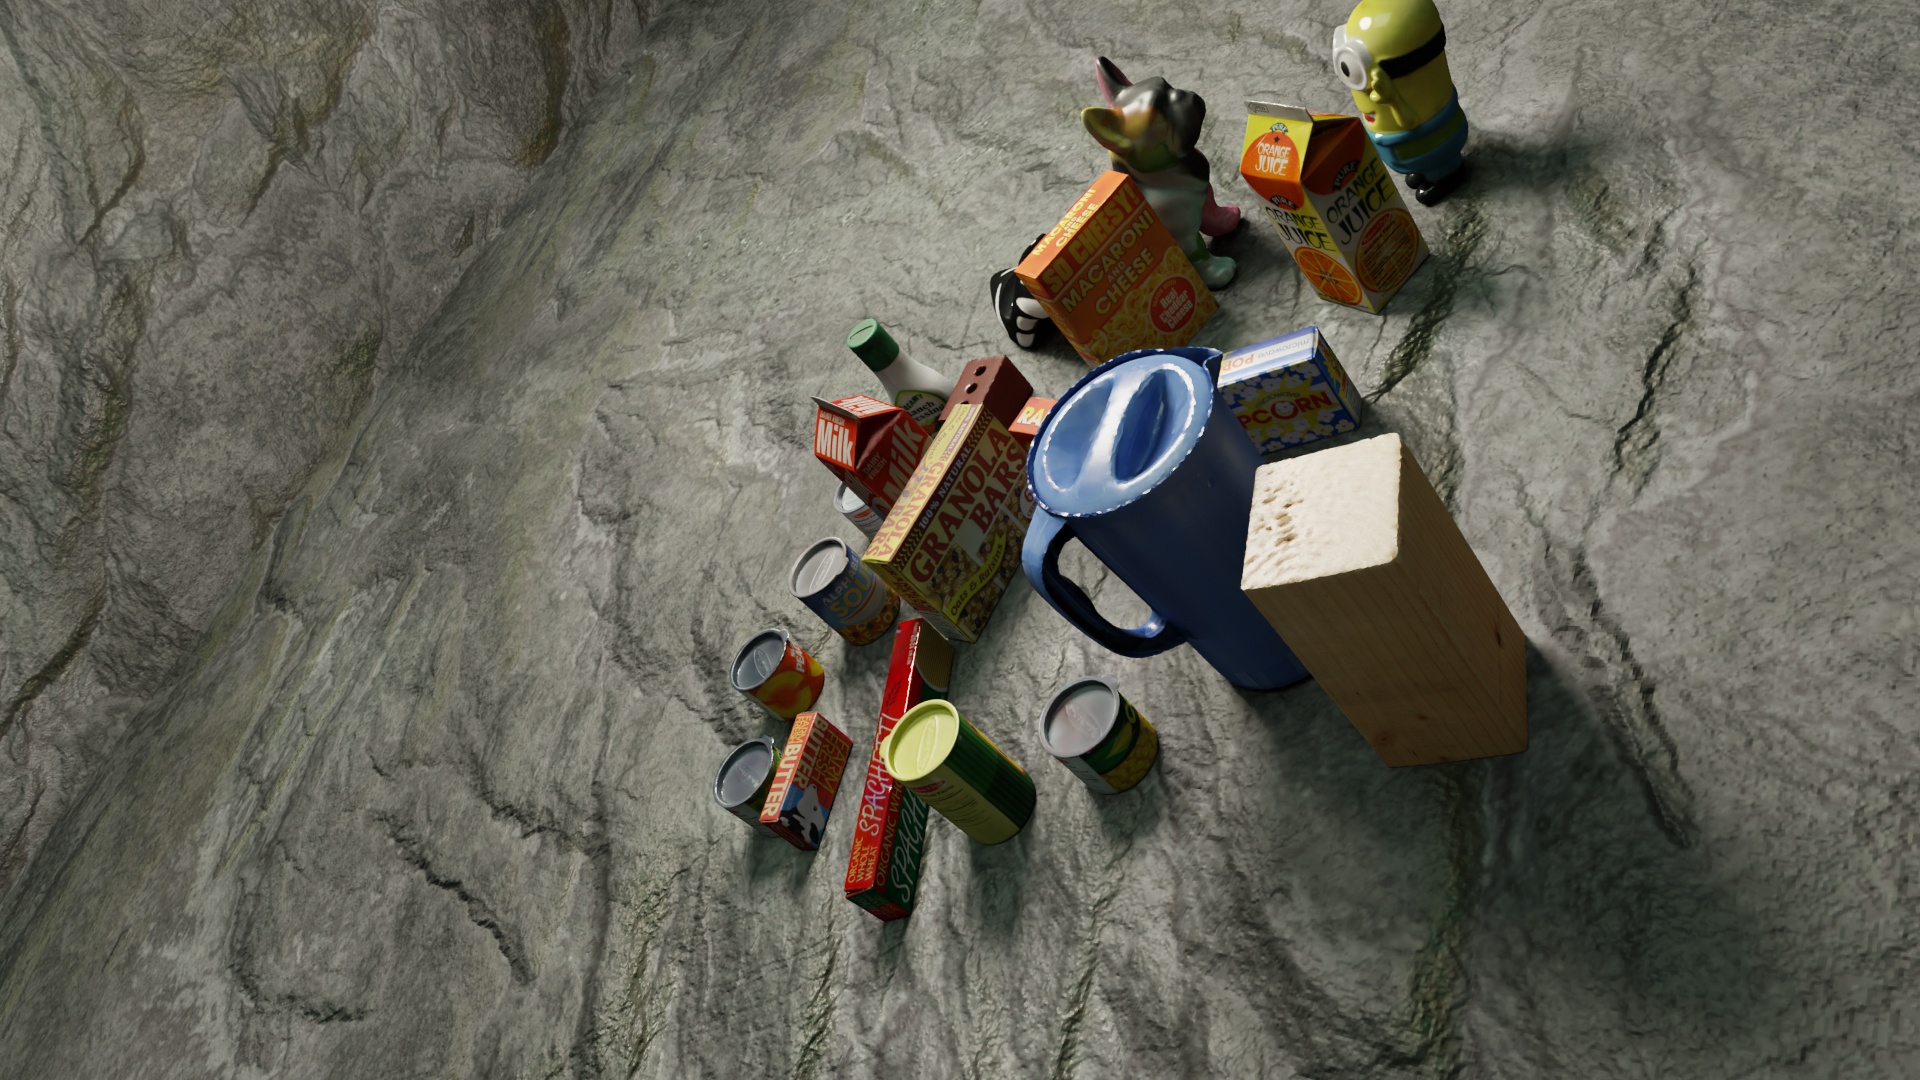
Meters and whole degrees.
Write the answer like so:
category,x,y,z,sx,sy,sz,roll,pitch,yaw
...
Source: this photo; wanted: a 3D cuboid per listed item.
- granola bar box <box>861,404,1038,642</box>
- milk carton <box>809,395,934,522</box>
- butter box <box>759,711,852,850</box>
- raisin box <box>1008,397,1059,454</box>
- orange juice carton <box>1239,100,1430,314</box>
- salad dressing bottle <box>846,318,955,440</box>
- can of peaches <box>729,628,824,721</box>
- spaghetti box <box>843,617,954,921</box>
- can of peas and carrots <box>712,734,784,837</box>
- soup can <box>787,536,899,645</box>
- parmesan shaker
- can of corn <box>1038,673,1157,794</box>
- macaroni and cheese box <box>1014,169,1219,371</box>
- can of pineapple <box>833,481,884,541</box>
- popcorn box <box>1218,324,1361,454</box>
category,x,y,z,sx,sy,sz,roll,pitch,yaw
granola bar box,0.004,-0.015,1.184,0.039,0.124,0.166,6,59,47
milk carton,-0.059,-0.064,1.236,0.073,0.190,0.072,-53,37,-11
butter box,-0.128,0.200,1.160,0.024,0.053,0.104,-12,47,37
raisin box,0.108,-0.062,1.131,0.086,0.123,0.040,15,66,50
orange juice carton,0.291,-0.276,1.106,0.073,0.192,0.072,-48,36,-5
salad dressing bottle,-0.053,-0.155,1.357,0.064,0.147,0.044,-23,41,27
can of peaches,-0.165,0.122,1.269,0.071,0.058,0.071,-26,40,24
spaghetti box,-0.046,0.176,1.106,0.028,0.050,0.251,-19,43,31
can of peas and carrots,-0.165,0.209,1.183,0.071,0.058,0.071,-26,40,24
soup can,-0.103,0.047,1.261,0.071,0.083,0.072,-26,40,24
parmesan shaker,-0.001,0.172,1.023,0.071,0.103,0.072,-26,40,24
can of corn,0.101,0.138,0.996,0.071,0.058,0.071,-26,40,24
macaroni and cheese box,0.139,-0.221,1.222,0.124,0.166,0.040,-49,36,-5
can of pineapple,-0.079,-0.039,1.344,0.071,0.057,0.071,-26,40,24
popcorn box,0.237,-0.111,1.087,0.126,0.085,0.038,-15,45,34
